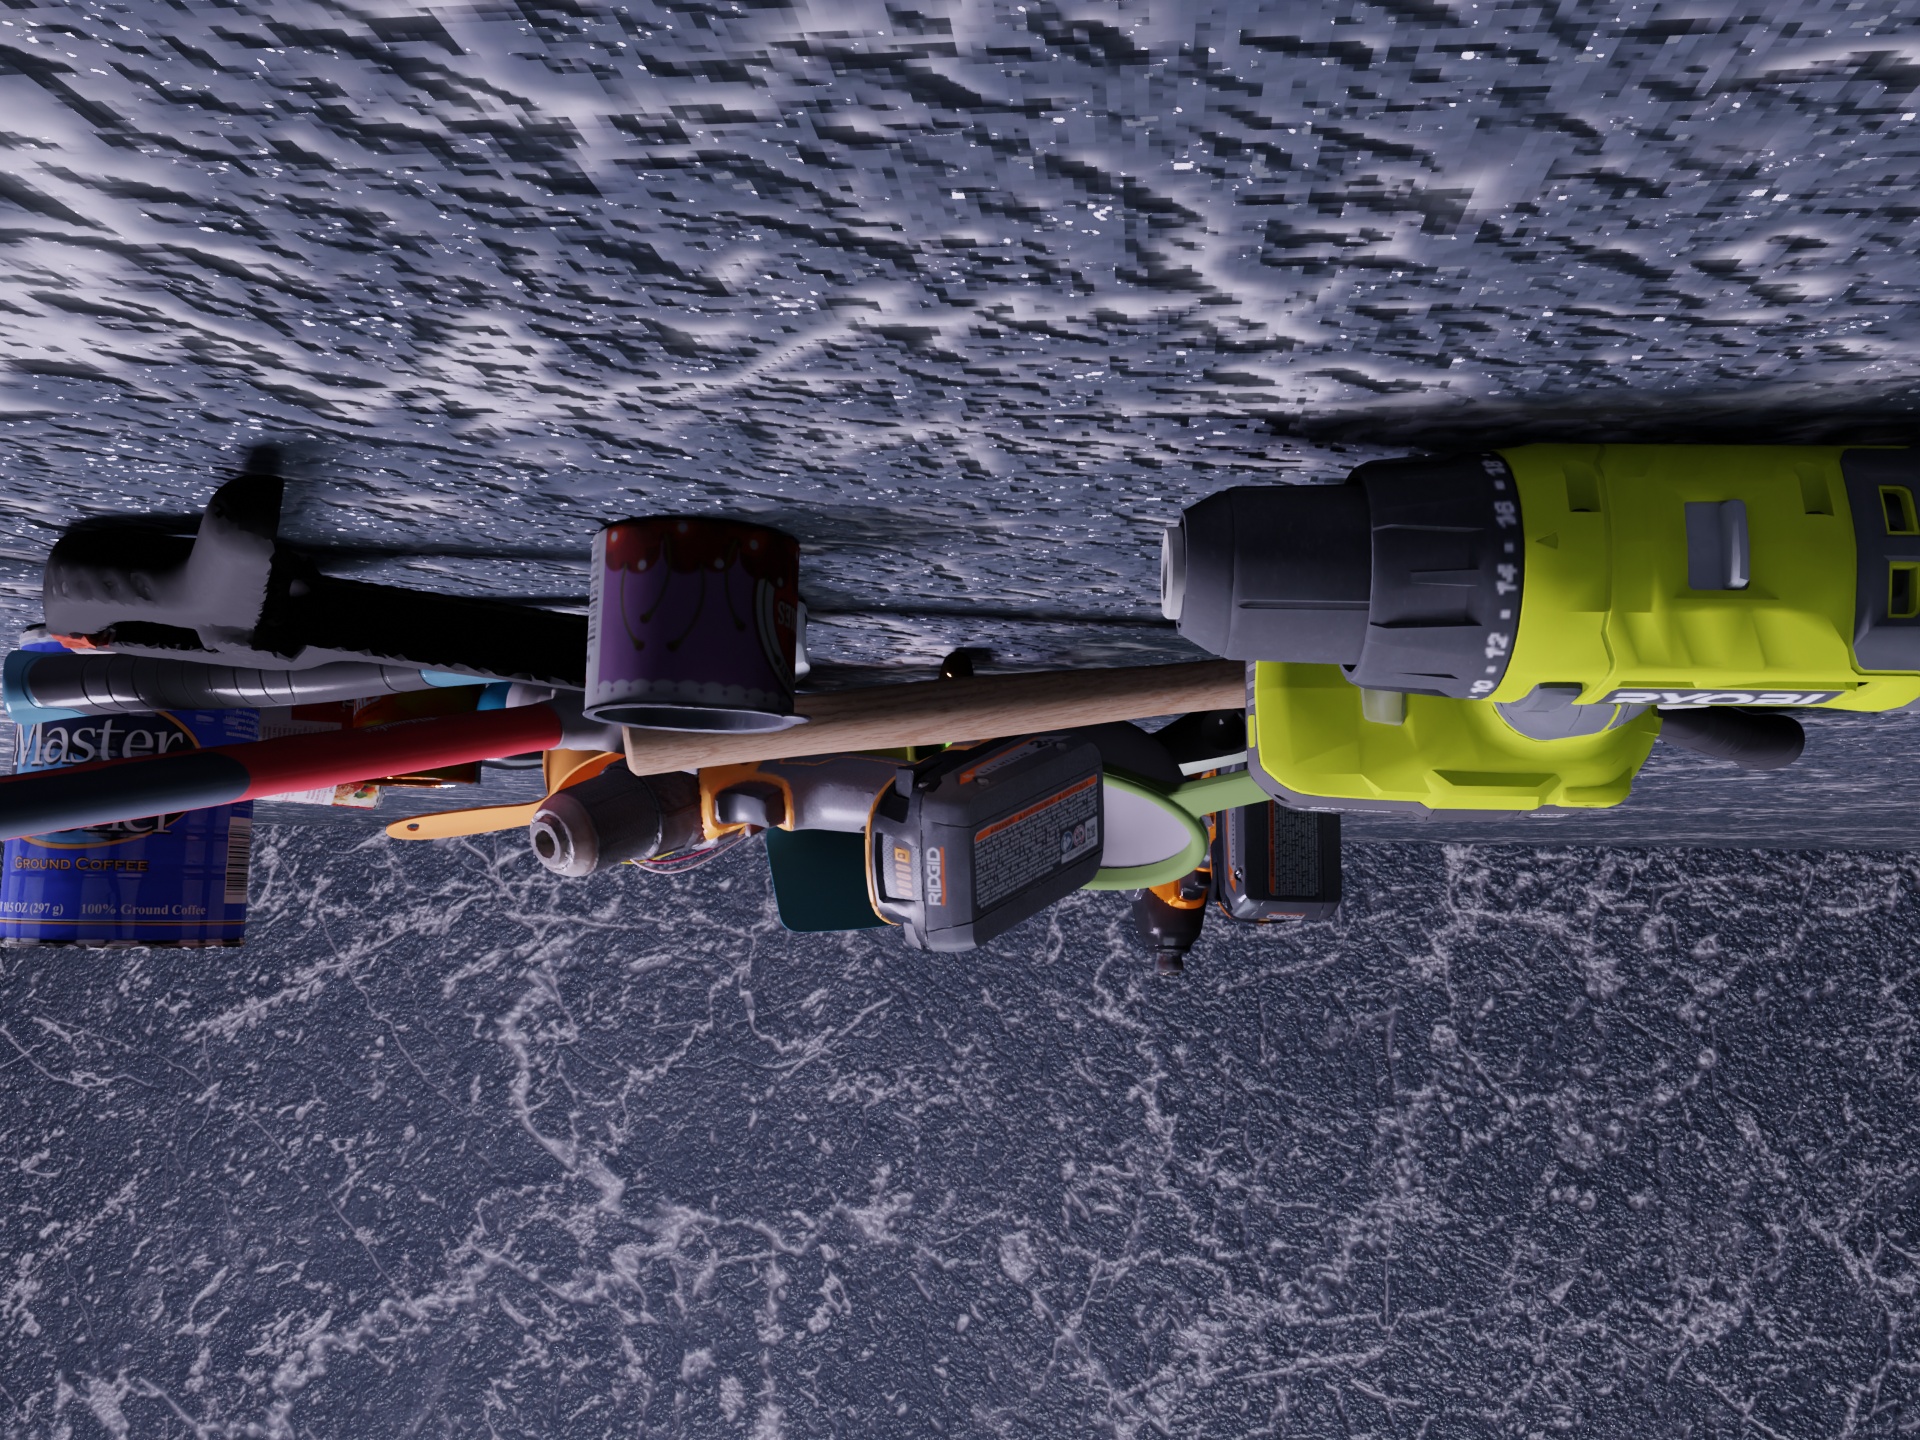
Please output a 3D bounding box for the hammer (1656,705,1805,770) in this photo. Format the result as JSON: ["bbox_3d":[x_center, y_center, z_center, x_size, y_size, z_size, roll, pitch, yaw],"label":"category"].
[{"bbox_3d":[0.334,-0.002,0.771,0.146,0.035,0.334,-5,171,41],"label":"hammer"}]

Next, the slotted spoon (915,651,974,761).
[{"bbox_3d":[-0.001,-0.003,0.866,0.070,0.031,0.313,0,172,0],"label":"slotted spoon"}]

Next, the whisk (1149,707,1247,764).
[{"bbox_3d":[0.104,0.024,0.947,0.073,0.073,0.296,4,168,-20],"label":"whisk"}]

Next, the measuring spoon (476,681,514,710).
[{"bbox_3d":[-0.188,-0.018,0.836,0.128,0.021,0.042,-6,-177,-20],"label":"measuring spoon"}]

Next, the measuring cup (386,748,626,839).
[{"bbox_3d":[-0.232,0.031,0.892,0.173,0.052,0.095,-8,141,-14],"label":"measuring cup"}]

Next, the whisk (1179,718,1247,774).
[{"bbox_3d":[0.138,0.024,1.028,0.059,0.058,0.246,-33,-175,-23],"label":"whisk"}]

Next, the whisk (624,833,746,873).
[{"bbox_3d":[-0.112,0.048,1.029,0.245,0.047,0.051,-16,-150,-24],"label":"whisk"}]

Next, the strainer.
[{"bbox_3d":[0.103,0.022,0.834,0.256,0.069,0.151,-15,142,39],"label":"strainer"}]

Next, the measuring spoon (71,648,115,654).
[{"bbox_3d":[-0.327,-0.038,0.641,0.124,0.018,0.034,-5,171,38],"label":"measuring spoon"}]

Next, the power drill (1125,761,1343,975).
[{"bbox_3d":[0.178,0.096,1.107,0.084,0.164,0.226,4,171,-16],"label":"power drill"}]

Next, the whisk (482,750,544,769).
[{"bbox_3d":[-0.203,0.029,1.080,0.284,0.070,0.070,7,173,-3],"label":"whisk"}]

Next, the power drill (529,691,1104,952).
[{"bbox_3d":[-0.070,0.043,0.744,0.226,0.084,0.185,10,-160,36],"label":"power drill"}]

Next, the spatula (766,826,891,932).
[{"bbox_3d":[-0.129,0.052,0.926,0.082,0.044,0.318,-2,-168,-32],"label":"spatula"}]

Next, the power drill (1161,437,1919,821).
[{"bbox_3d":[0.148,-0.022,0.456,0.190,0.080,0.228,1,171,3],"label":"power drill"}]

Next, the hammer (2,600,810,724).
[{"bbox_3d":[-0.220,-0.022,0.624,0.331,0.033,0.128,-3,173,7],"label":"hammer"}]

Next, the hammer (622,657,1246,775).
[{"bbox_3d":[0.034,-0.008,0.633,0.331,0.031,0.130,-6,172,-7],"label":"hammer"}]

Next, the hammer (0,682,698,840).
[{"bbox_3d":[-0.295,0.025,0.633,0.386,0.038,0.143,-11,-166,-41],"label":"hammer"}]
